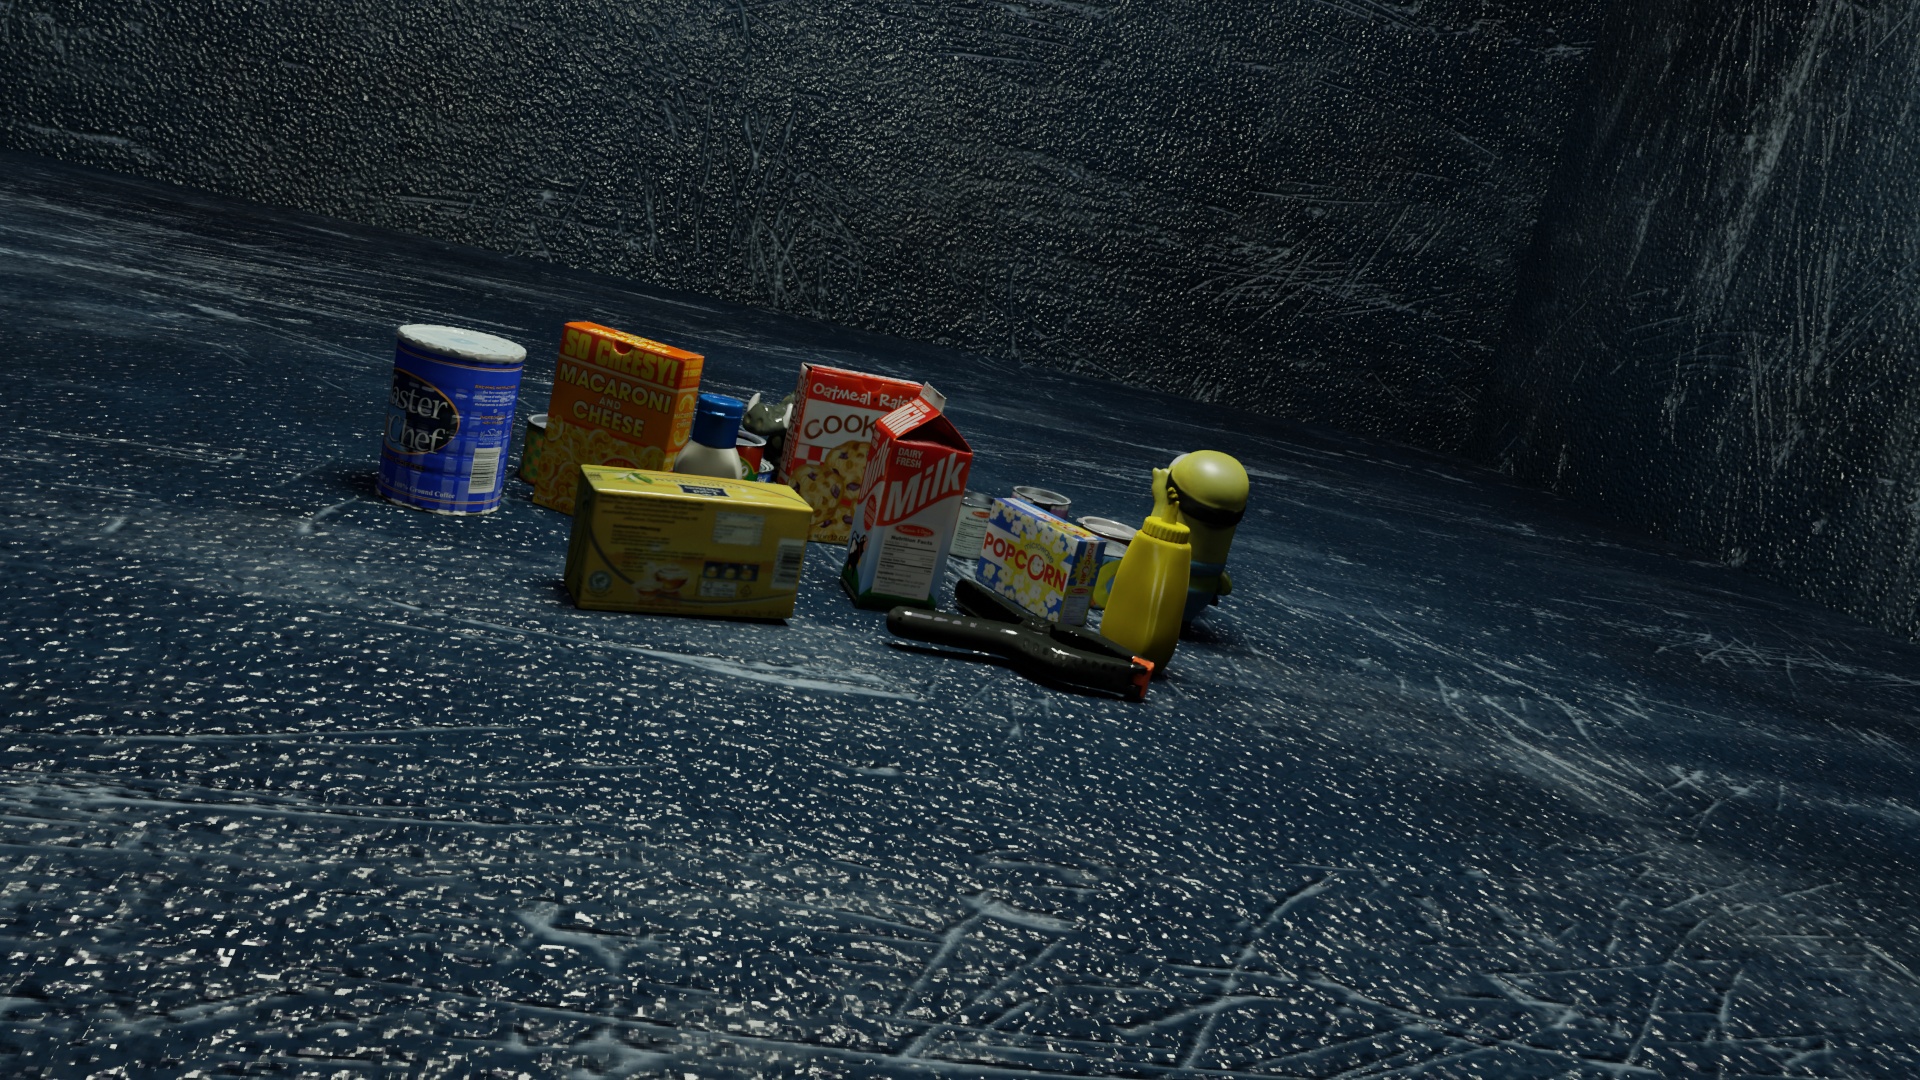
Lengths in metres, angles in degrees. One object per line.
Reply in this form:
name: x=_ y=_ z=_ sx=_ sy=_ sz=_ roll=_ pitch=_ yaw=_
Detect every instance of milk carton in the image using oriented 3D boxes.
milk carton: x=-0.044 y=-0.038 z=1.193 sx=0.073 sy=0.190 sz=0.072 roll=9 pitch=14 yaw=-19

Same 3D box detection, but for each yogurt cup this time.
yogurt cup: x=0.155 y=0.010 z=1.482 sx=0.072 sy=0.053 sz=0.072 roll=13 pitch=14 yaw=-3

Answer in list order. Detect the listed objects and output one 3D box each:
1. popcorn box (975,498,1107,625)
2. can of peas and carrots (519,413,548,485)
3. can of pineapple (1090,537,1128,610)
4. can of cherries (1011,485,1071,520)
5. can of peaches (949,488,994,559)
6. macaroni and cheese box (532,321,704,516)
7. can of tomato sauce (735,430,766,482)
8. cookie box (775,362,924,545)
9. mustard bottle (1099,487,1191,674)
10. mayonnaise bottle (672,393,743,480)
popcorn box: x=0.073 y=0.019 z=1.304 sx=0.038 sy=0.085 sz=0.127 roll=2 pitch=18 yaw=-40
can of peas and carrots: x=-0.383 y=-0.084 z=1.322 sx=0.071 sy=0.058 sz=0.071 roll=13 pitch=14 yaw=-3
can of pineapple: x=0.132 y=0.031 z=1.368 sx=0.071 sy=0.057 sz=0.071 roll=13 pitch=14 yaw=-3
can of cherries: x=0.083 y=-0.023 z=1.535 sx=0.071 sy=0.058 sz=0.071 roll=13 pitch=14 yaw=-3
can of peaches: x=0.005 y=-0.018 z=1.440 sx=0.071 sy=0.058 sz=0.071 roll=13 pitch=14 yaw=-3
macaroni and cheese box: x=-0.302 y=-0.096 z=1.224 sx=0.124 sy=0.166 sz=0.040 roll=17 pitch=14 yaw=15
can of tomato sauce: x=-0.228 y=-0.061 z=1.331 sx=0.071 sy=0.083 sz=0.071 roll=13 pitch=13 yaw=-3
cookie box: x=-0.108 y=-0.080 z=1.345 sx=0.123 sy=0.167 sz=0.040 roll=7 pitch=15 yaw=-26
mustard bottle: x=0.165 y=0.033 z=1.181 sx=0.049 sy=0.159 sz=0.065 roll=2 pitch=18 yaw=-41
mayonnaise bottle: x=-0.211 y=-0.046 z=1.151 sx=0.065 sy=0.147 sz=0.041 roll=12 pitch=13 yaw=-8
